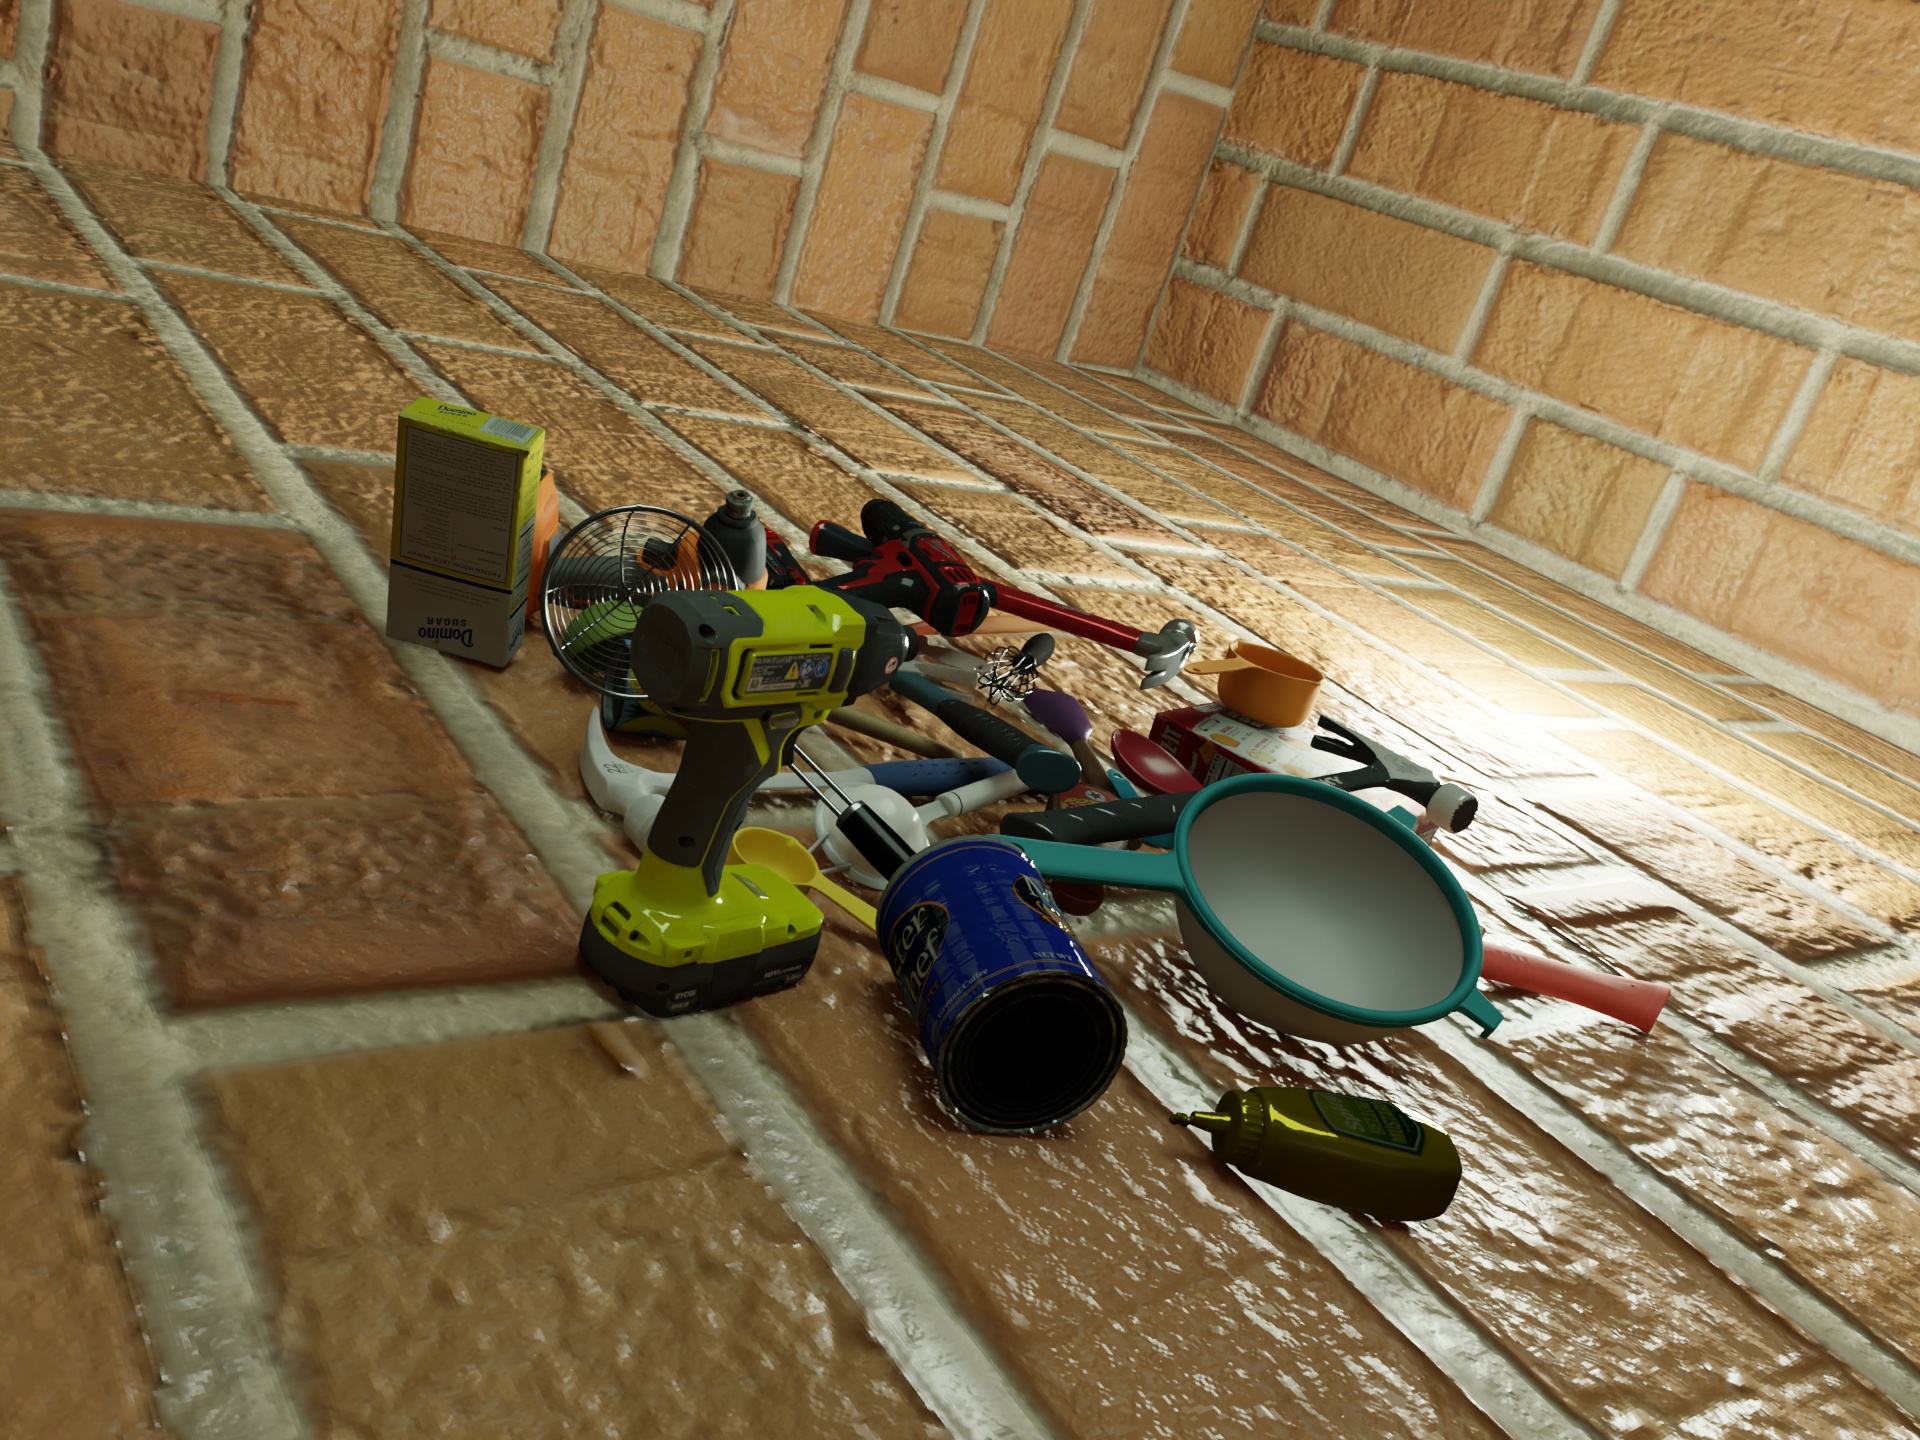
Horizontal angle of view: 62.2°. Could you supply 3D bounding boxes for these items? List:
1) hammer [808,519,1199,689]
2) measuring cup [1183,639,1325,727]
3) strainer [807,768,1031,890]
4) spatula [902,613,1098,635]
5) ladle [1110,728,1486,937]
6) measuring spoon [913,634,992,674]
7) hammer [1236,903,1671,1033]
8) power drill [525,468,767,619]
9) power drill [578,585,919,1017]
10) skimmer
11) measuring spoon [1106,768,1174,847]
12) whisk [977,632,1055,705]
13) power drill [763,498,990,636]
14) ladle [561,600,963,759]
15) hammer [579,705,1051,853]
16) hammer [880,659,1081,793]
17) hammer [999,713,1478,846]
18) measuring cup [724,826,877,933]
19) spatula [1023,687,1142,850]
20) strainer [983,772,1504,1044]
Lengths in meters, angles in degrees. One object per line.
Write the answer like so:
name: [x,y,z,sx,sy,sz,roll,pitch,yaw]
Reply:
hammer: [0.025,-0.116,1.498,0.386,0.038,0.143,19,22,16]
measuring cup: [0.239,-0.026,1.364,0.173,0.052,0.095,-5,29,-45]
strainer: [-0.013,0.059,1.105,0.087,0.050,0.258,53,35,15]
spatula: [-0.002,-0.098,1.520,0.322,0.041,0.081,-4,28,-29]
ladle: [0.250,0.089,1.214,0.315,0.031,0.069,27,25,19]
measuring spoon: [-0.014,-0.052,1.422,0.034,0.018,0.124,-35,35,-29]
hammer: [0.357,0.166,1.192,0.359,0.036,0.149,16,20,-6]
power drill: [-0.261,-0.127,1.228,0.226,0.164,0.084,15,36,-4]
power drill: [-0.110,0.037,0.848,0.080,0.223,0.171,34,25,35]
skimmer: [-0.116,0.012,0.997,0.363,0.127,0.090,44,-7,15]
measuring spoon: [0.145,0.063,1.290,0.042,0.021,0.129,11,22,-19]
whisk: [0.059,-0.057,1.493,0.055,0.055,0.239,22,16,8]
power drill: [-0.107,-0.137,1.416,0.226,0.080,0.188,-8,40,-31]
ladle: [-0.147,-0.014,1.216,0.320,0.062,0.078,22,-26,-14]
hammer: [-0.080,0.039,1.141,0.405,0.035,0.144,0,27,-40]
hammer: [-0.002,-0.004,1.232,0.128,0.033,0.331,6,12,-26]
hammer: [0.198,0.057,1.168,0.408,0.036,0.149,-6,31,-36]
measuring cup: [-0.076,0.119,0.968,0.156,0.029,0.062,33,22,4]
spatula: [0.104,0.032,1.342,0.059,0.018,0.316,10,21,-14]
strainer: [0.163,0.130,1.025,0.340,0.095,0.211,8,40,-14]
